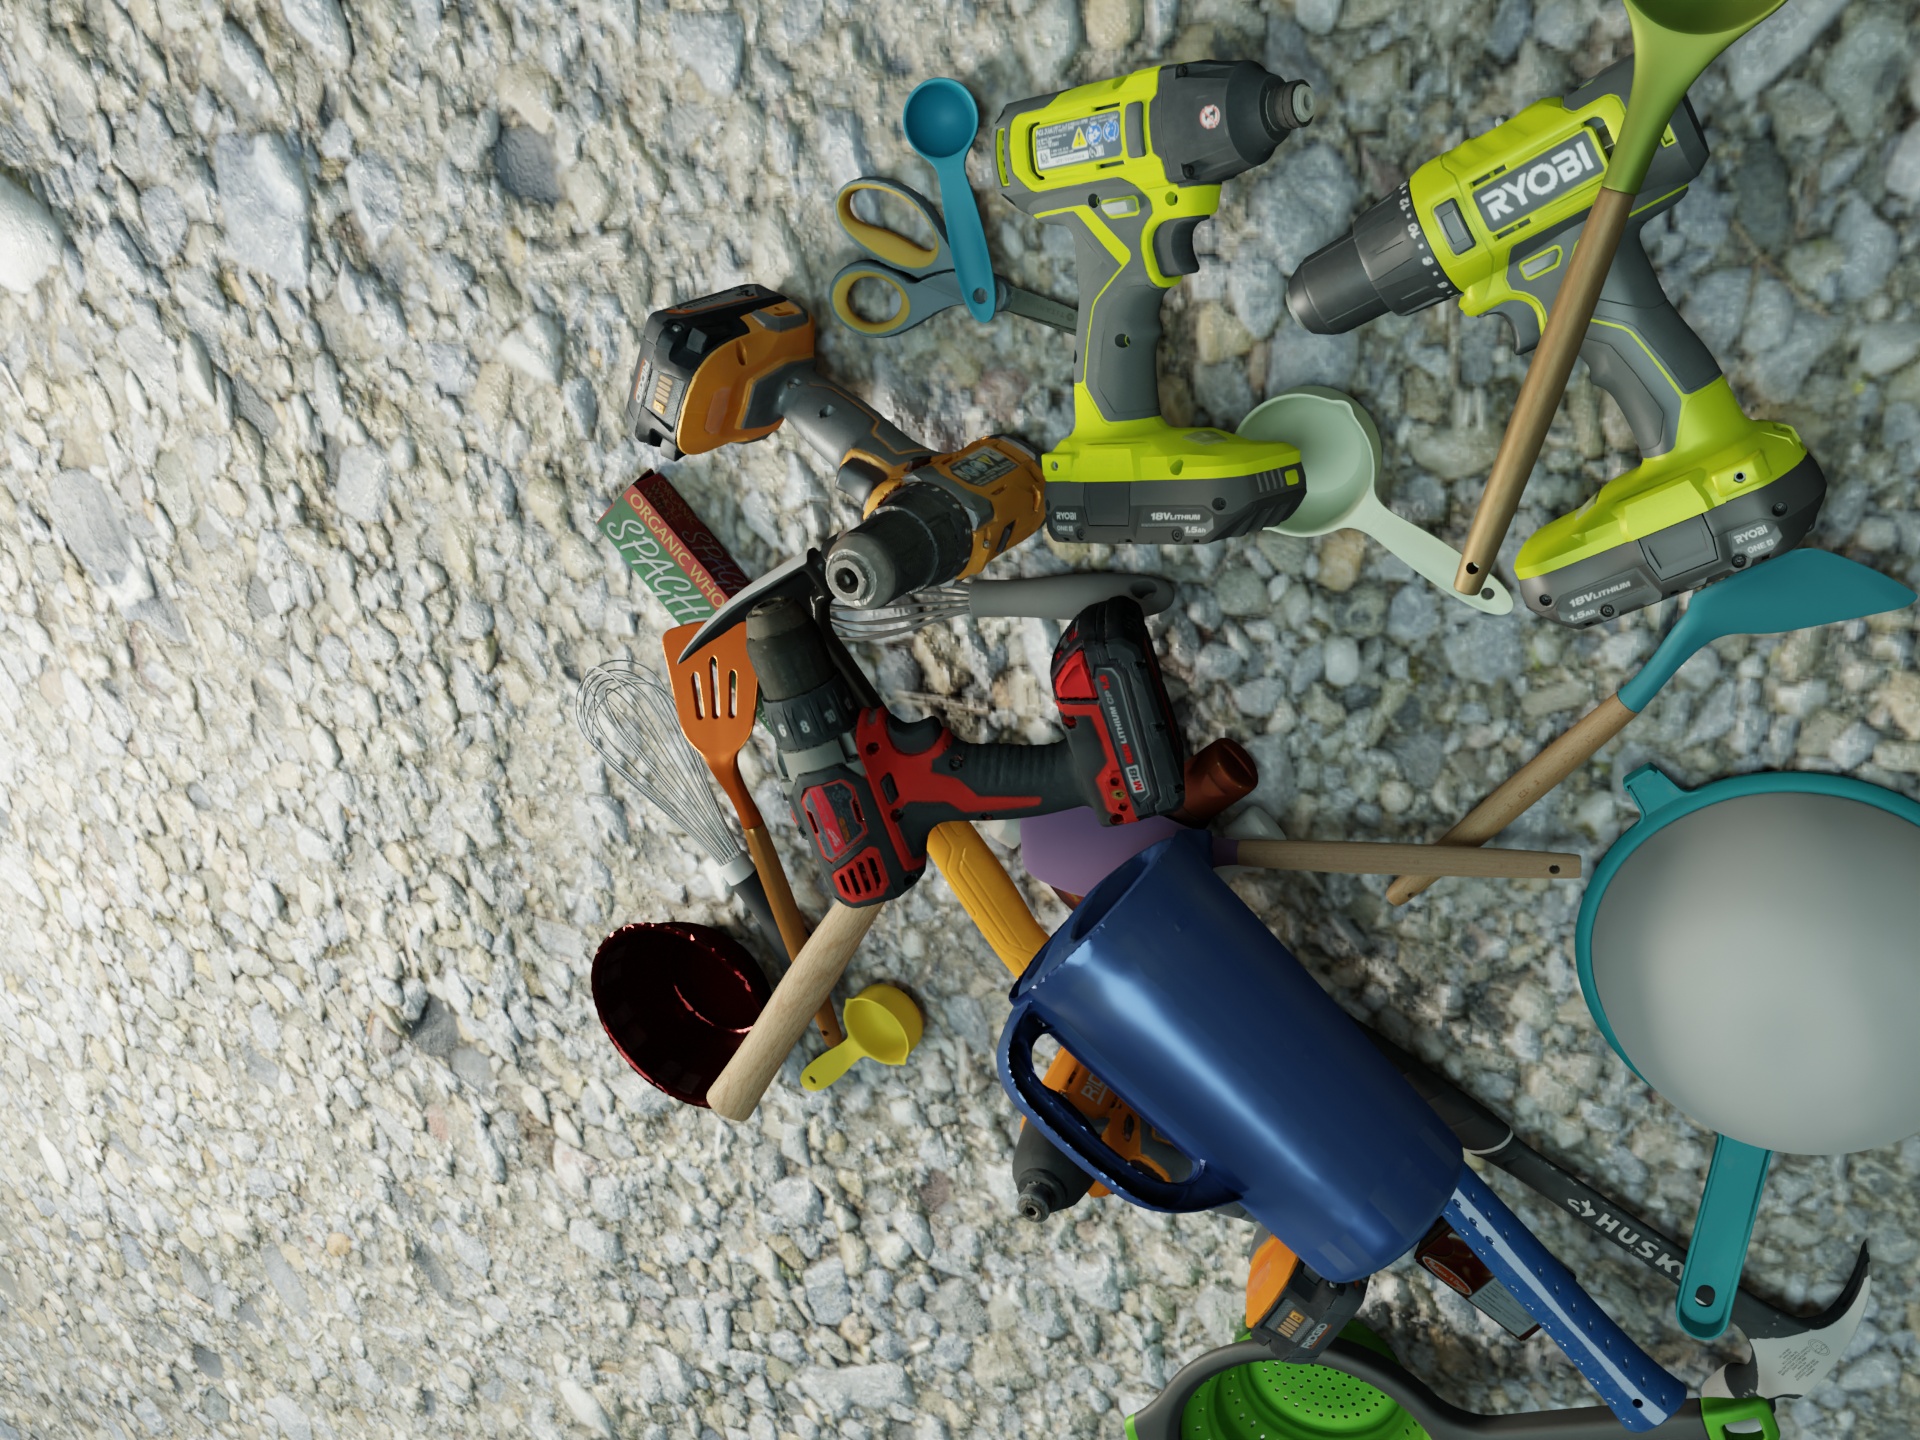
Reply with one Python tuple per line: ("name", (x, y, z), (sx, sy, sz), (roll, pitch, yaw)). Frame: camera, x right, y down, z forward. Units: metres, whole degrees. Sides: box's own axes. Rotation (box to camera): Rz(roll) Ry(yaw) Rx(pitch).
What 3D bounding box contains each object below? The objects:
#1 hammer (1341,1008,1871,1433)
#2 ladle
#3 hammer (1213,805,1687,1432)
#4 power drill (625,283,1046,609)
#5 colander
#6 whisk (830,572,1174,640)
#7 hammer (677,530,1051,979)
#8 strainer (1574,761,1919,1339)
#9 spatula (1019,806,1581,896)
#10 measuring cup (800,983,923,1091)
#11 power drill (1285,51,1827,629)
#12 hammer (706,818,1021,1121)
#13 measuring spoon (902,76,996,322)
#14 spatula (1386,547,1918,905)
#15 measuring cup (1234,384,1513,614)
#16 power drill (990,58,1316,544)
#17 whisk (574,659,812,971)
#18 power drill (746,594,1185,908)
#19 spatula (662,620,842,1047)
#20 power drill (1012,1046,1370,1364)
("hammer", (0.336, 0.260, 0.952), (0.409, 0.036, 0.149), (34, 124, 9))
("ladle", (0.264, -0.195, 0.668), (0.078, 0.062, 0.320), (26, 120, 23))
("hammer", (0.257, 0.246, 0.933), (0.144, 0.035, 0.405), (-45, 81, 20))
("power drill", (-0.077, -0.146, 0.877), (0.226, 0.185, 0.084), (33, 126, 13))
("colander", (0.308, 0.443, 1.027), (0.397, 0.094, 0.204), (-18, 105, 26))
("whisk", (0.011, -0.075, 0.952), (0.239, 0.055, 0.055), (1, 115, 22))
("hammer", (-0.029, 0.052, 0.978), (0.127, 0.034, 0.336), (-30, 107, 17))
("strainer", (0.415, 0.198, 0.820), (0.211, 0.095, 0.340), (11, 111, 21))
("spatula", (0.185, 0.079, 0.907), (0.316, 0.018, 0.059), (0, 107, 21))
("measuring cup", (-0.076, 0.237, 1.168), (0.062, 0.029, 0.156), (48, 138, 2))
("power drill", (0.278, -0.165, 0.747), (0.190, 0.080, 0.228), (-24, 98, 33))
("hammer", (-0.088, 0.150, 1.068), (0.130, 0.031, 0.331), (30, 115, -7))
("measuring spoon", (0.001, -0.281, 0.862), (0.042, 0.021, 0.128), (-8, 107, 19))
("spatula", (0.330, 0.014, 0.825), (0.082, 0.044, 0.317), (16, 133, -26))
("measuring cup", (0.219, -0.111, 0.829), (0.167, 0.038, 0.083), (36, 125, 5))
("power drill", (0.101, -0.204, 0.788), (0.171, 0.080, 0.223), (7, 109, 43))
("whisk", (-0.175, 0.078, 1.117), (0.070, 0.070, 0.284), (-25, 105, 34))
("power drill", (-0.001, -0.003, 0.897), (0.226, 0.080, 0.187), (-16, 109, 13))
("spatula", (-0.128, 0.086, 1.082), (0.081, 0.041, 0.322), (-3, 117, 28))
("power drill", (0.141, 0.298, 0.995), (0.226, 0.164, 0.084), (30, 123, 9))
